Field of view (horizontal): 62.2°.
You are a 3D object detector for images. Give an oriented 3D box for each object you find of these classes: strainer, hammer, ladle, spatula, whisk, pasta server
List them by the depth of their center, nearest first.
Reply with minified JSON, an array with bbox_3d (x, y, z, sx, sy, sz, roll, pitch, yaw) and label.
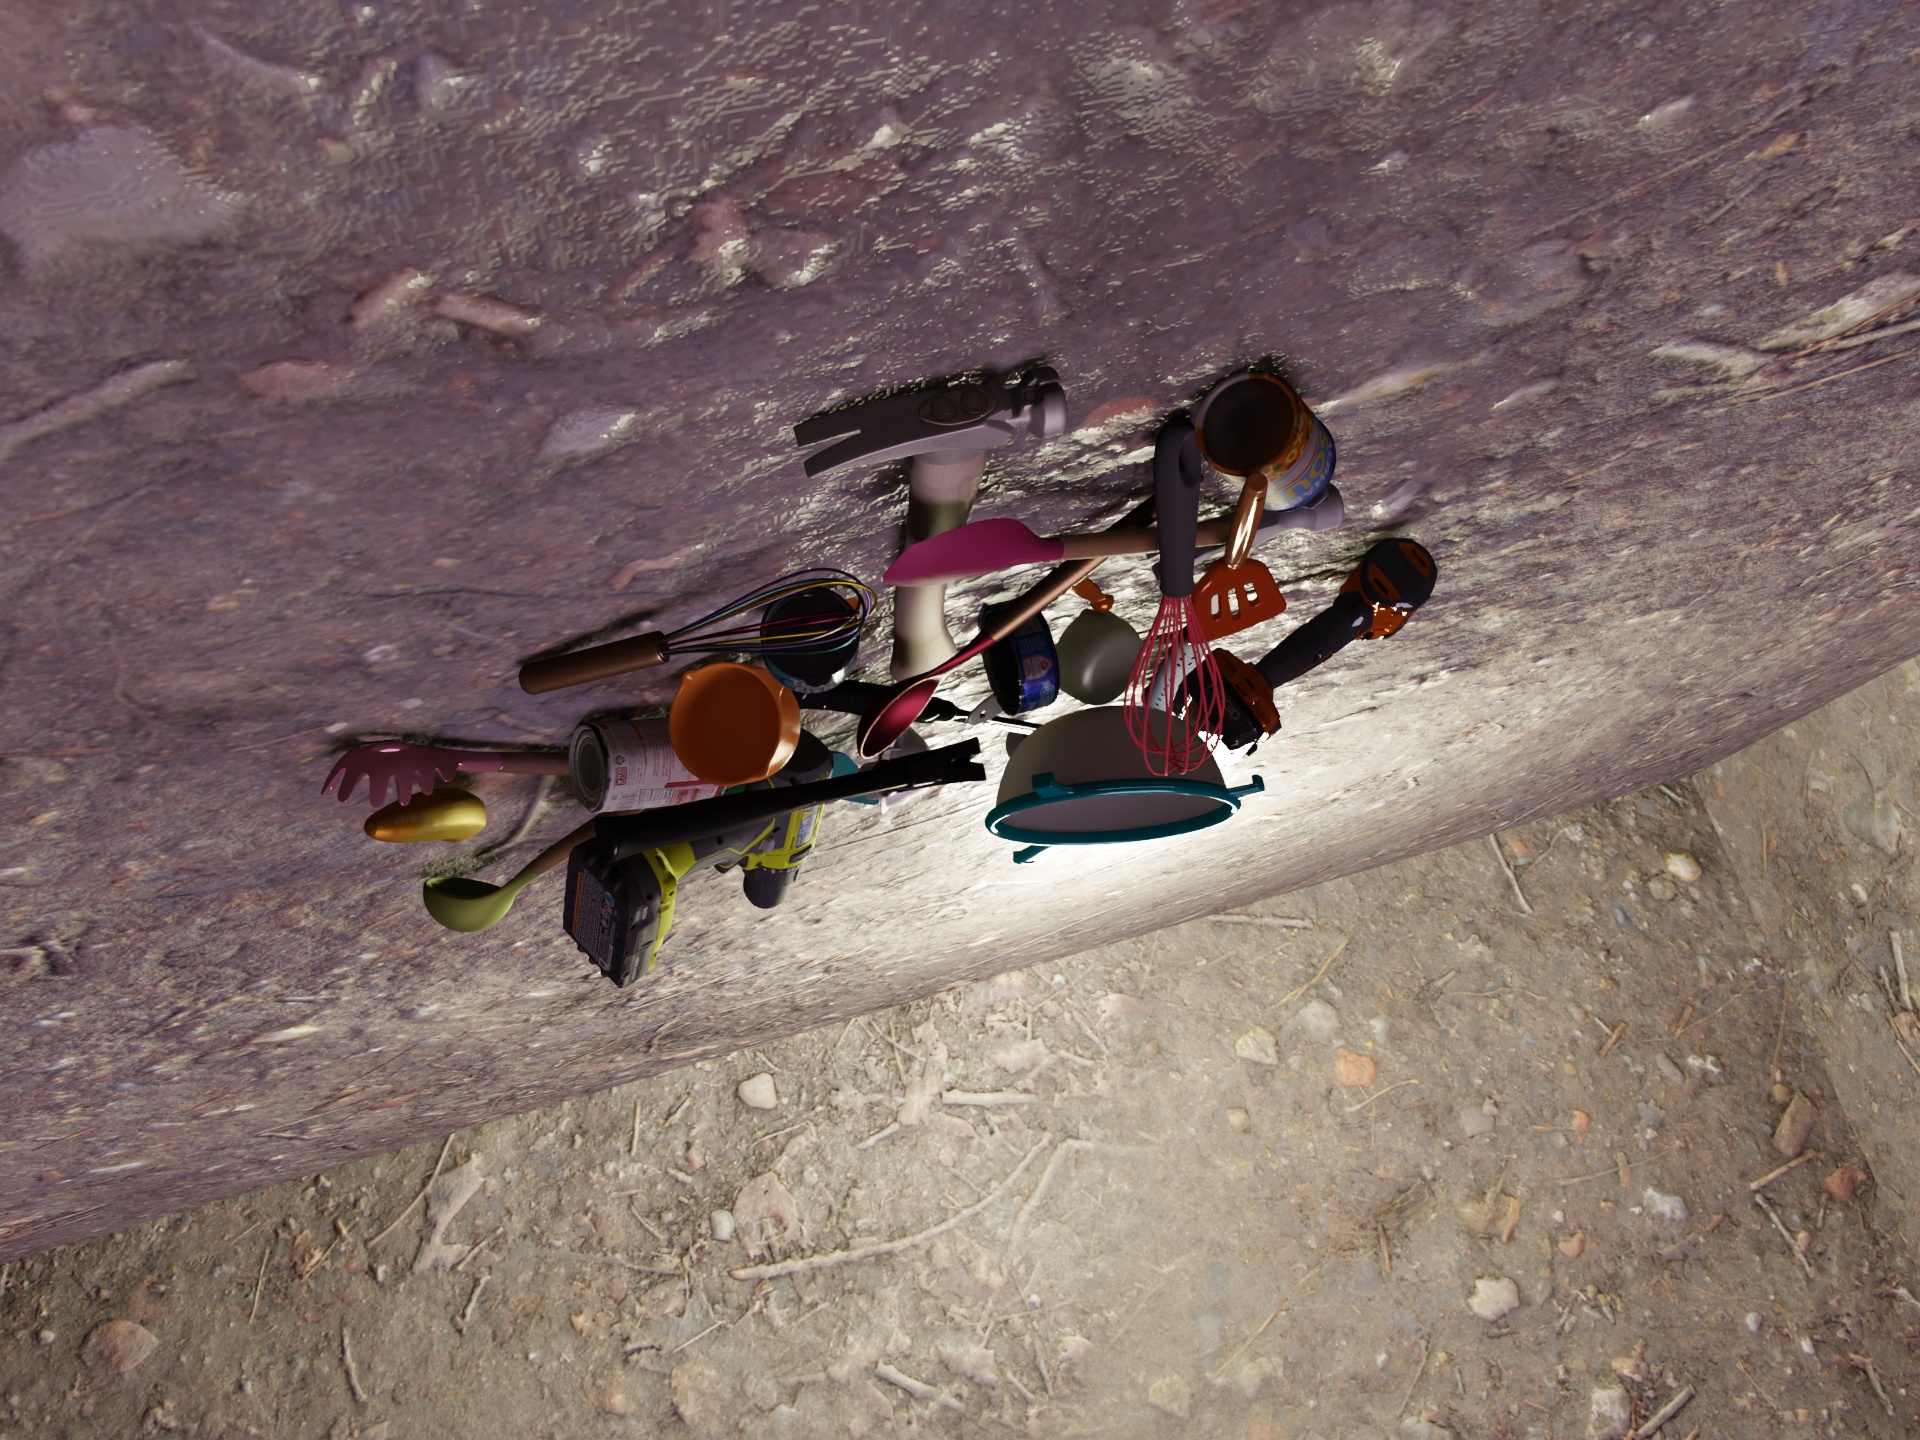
[{"bbox_3d":[-0.168,-0.049,1.013,0.245,0.051,0.047,-13,178,13],"label":"whisk"},{"bbox_3d":[-0.031,-0.100,1.033,0.146,0.038,0.410,-13,163,-9],"label":"hammer"},{"bbox_3d":[0.190,-0.107,1.066,0.081,0.041,0.322,-20,171,3],"label":"spatula"},{"bbox_3d":[0.145,-0.073,1.069,0.073,0.073,0.295,-15,132,-10],"label":"whisk"},{"bbox_3d":[0.041,-0.075,1.112,0.315,0.031,0.069,-37,168,19],"label":"ladle"},{"bbox_3d":[-0.125,0.058,1.171,0.146,0.035,0.334,-13,178,43],"label":"hammer"},{"bbox_3d":[-0.324,0.039,1.178,0.060,0.040,0.316,13,-175,34],"label":"pasta server"},{"bbox_3d":[0.197,-0.082,1.327,0.144,0.035,0.405,-16,164,-8],"label":"hammer"},{"bbox_3d":[-0.343,0.102,1.339,0.320,0.062,0.078,-31,158,31],"label":"ladle"},{"bbox_3d":[-0.002,-0.004,1.340,0.149,0.036,0.408,-11,167,36],"label":"hammer"},{"bbox_3d":[0.105,0.056,1.379,0.211,0.095,0.340,1,165,-16],"label":"strainer"},{"bbox_3d":[-0.231,0.084,1.411,0.317,0.044,0.082,-19,140,10],"label":"spatula"},{"bbox_3d":[-0.050,0.051,1.463,0.050,0.087,0.258,18,173,0],"label":"strainer"}]

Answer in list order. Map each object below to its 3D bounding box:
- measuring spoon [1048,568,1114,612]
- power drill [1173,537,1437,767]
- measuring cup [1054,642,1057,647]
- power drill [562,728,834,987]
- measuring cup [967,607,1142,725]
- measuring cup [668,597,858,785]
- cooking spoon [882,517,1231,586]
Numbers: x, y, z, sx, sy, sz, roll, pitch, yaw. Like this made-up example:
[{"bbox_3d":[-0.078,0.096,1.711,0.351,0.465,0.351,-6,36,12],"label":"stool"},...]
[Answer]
[{"bbox_3d":[0.093,-0.098,1.210,0.021,0.011,0.116,-24,163,19],"label":"measuring spoon"},{"bbox_3d":[0.292,-0.056,1.354,0.226,0.084,0.164,-36,169,-5],"label":"power drill"},{"bbox_3d":[0.062,-0.041,1.357,0.062,0.029,0.156,-9,175,-4],"label":"measuring cup"},{"bbox_3d":[-0.208,0.121,1.304,0.228,0.080,0.190,-29,149,-40],"label":"power drill"},{"bbox_3d":[0.078,-0.029,1.253,0.167,0.038,0.083,-29,132,-29],"label":"measuring cup"},{"bbox_3d":[-0.128,-0.025,1.131,0.173,0.095,0.052,-42,169,11],"label":"measuring cup"},{"bbox_3d":[0.080,-0.112,1.024,0.318,0.017,0.068,-11,158,-41],"label":"cooking spoon"}]
